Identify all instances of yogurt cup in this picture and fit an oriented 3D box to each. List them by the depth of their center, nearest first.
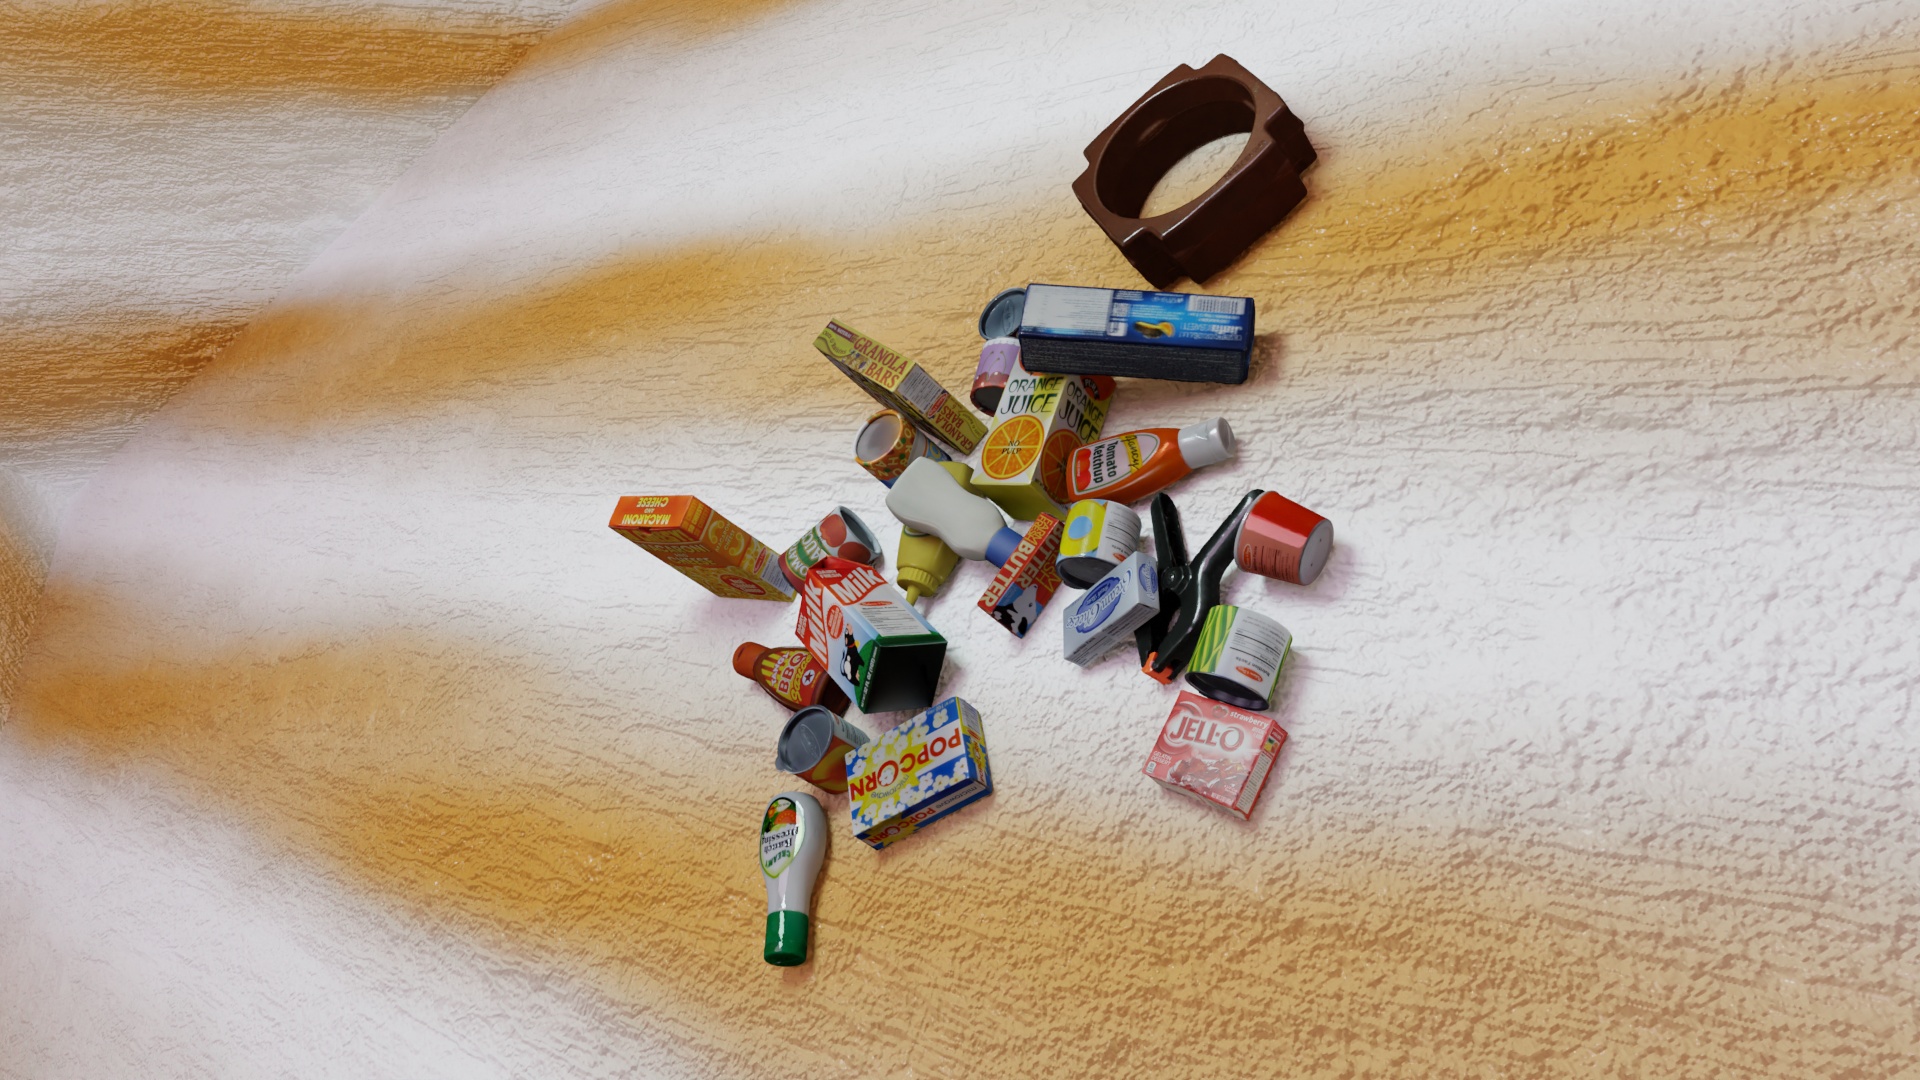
[{"bbox_3d":[0.251,0.001,1.072,0.054,0.072,0.072,24,78,35],"label":"yogurt cup"}]

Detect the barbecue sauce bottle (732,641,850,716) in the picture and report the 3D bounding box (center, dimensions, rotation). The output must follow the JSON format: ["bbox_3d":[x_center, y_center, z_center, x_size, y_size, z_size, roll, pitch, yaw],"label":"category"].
[{"bbox_3d":[-0.166,0.131,1.356,0.148,0.043,0.065,12,71,45],"label":"barbecue sauce bottle"}]

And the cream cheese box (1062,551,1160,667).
[{"bbox_3d":[0.123,0.058,1.144,0.103,0.024,0.053,-44,33,42],"label":"cream cheese box"}]

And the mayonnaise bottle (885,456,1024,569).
[{"bbox_3d":[0.005,-0.016,1.273,0.148,0.041,0.065,34,77,21],"label":"mayonnaise bottle"}]

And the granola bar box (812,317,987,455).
[{"bbox_3d":[-0.063,-0.157,1.414,0.039,0.124,0.166,-53,41,-2],"label":"granola bar box"}]

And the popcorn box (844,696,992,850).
[{"bbox_3d":[-0.037,0.201,1.198,0.126,0.038,0.085,-31,46,21],"label":"popcorn box"}]

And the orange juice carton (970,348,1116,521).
[{"bbox_3d":[0.085,-0.118,1.297,0.073,0.071,0.193,2,63,41],"label":"orange juice carton"}]

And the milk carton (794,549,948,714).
[{"bbox_3d":[-0.095,0.080,1.291,0.191,0.073,0.072,41,124,48],"label":"milk carton"}]

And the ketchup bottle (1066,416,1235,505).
[{"bbox_3d":[0.166,-0.070,1.214,0.148,0.043,0.065,-17,54,31],"label":"ketchup bottle"}]

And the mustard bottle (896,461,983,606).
[{"bbox_3d":[-0.027,0.001,1.325,0.065,0.048,0.161,-1,61,38],"label":"mustard bottle"}]

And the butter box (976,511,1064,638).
[{"bbox_3d":[0.063,0.030,1.223,0.024,0.053,0.103,31,83,46],"label":"butter box"}]

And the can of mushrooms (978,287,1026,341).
[{"bbox_3d":[0.056,-0.225,1.428,0.071,0.033,0.071,-23,48,28],"label":"can of mushrooms"}]

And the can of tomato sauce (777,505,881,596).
[{"bbox_3d":[-0.132,0.014,1.391,0.083,0.071,0.071,-40,43,11],"label":"can of tomato sauce"}]

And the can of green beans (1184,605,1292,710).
[{"bbox_3d":[0.209,0.088,1.044,0.071,0.071,0.058,7,66,44],"label":"can of green beans"}]

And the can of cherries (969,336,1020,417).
[{"bbox_3d":[0.045,-0.158,1.365,0.071,0.071,0.058,-5,60,39],"label":"can of cherries"}]

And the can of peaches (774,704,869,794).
[{"bbox_3d":[-0.125,0.193,1.265,0.071,0.058,0.071,-22,50,28],"label":"can of peaches"}]

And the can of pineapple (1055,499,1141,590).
[{"bbox_3d":[0.117,0.005,1.185,0.071,0.071,0.058,-8,56,38],"label":"can of pineapple"}]

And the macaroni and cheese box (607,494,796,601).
[{"bbox_3d":[-0.262,0.010,1.434,0.123,0.166,0.040,1,63,42],"label":"macaroni and cheese box"}]

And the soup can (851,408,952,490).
[{"bbox_3d":[-0.056,-0.083,1.385,0.071,0.083,0.072,-22,49,28],"label":"soup can"}]

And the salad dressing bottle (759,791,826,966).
[{"bbox_3d":[-0.150,0.297,1.222,0.064,0.044,0.148,-23,49,26],"label":"salad dressing bottle"}]
